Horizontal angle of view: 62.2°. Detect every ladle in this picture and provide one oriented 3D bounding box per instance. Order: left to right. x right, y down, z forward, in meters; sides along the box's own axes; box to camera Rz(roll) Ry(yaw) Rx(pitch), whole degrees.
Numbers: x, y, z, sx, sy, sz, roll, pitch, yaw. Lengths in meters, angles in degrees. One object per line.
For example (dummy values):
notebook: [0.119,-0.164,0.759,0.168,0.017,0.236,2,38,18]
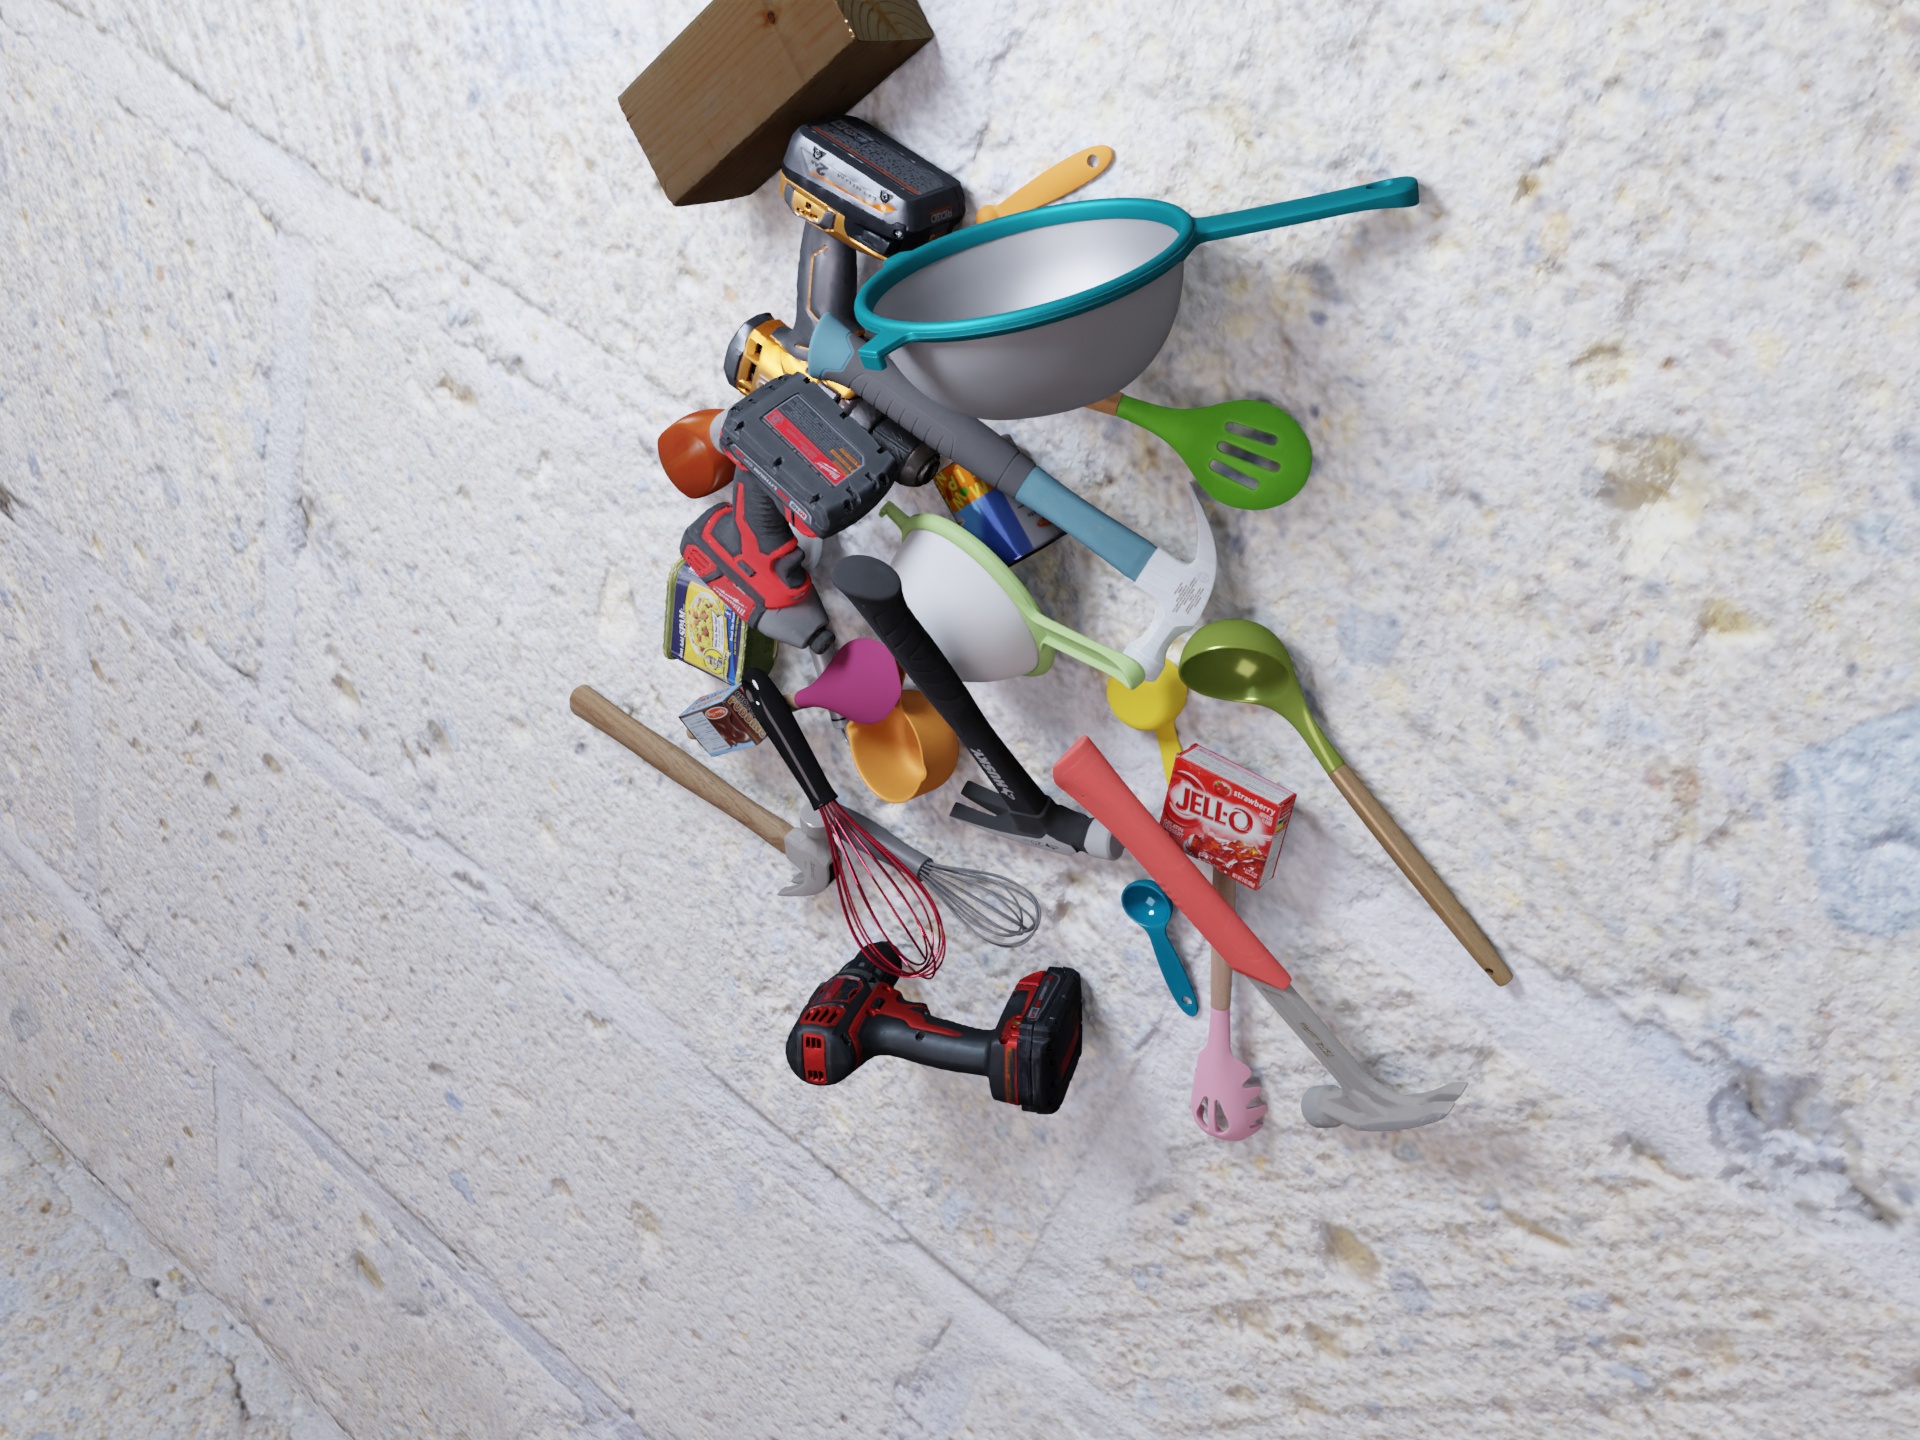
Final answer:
ladle: [0.266,0.060,1.084,0.320,0.062,0.078,52,147,1]

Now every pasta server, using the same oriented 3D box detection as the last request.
pasta server: [0.202,0.191,1.214,0.060,0.040,0.316,11,113,32]

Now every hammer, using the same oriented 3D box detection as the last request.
hammer: [-0.237,0.056,1.454,0.331,0.031,0.130,30,141,26]
hammer: [-0.002,-0.004,1.148,0.146,0.035,0.334,10,151,37]
hammer: [0.032,-0.170,1.092,0.331,0.033,0.128,35,102,3]
hammer: [0.198,0.153,1.133,0.359,0.037,0.149,49,148,-5]

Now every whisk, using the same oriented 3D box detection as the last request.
whisk: [-0.101,0.085,1.306,0.073,0.073,0.296,-34,85,41]
whisk: [-0.031,0.122,1.339,0.239,0.055,0.055,27,125,29]

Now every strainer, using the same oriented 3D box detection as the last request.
strainer: [-0.127,-0.095,1.309,0.087,0.050,0.258,8,120,51]
strainer: [0.024,-0.055,1.116,0.257,0.069,0.151,30,157,48]
strainer: [0.109,-0.253,0.973,0.340,0.211,0.095,-10,121,9]

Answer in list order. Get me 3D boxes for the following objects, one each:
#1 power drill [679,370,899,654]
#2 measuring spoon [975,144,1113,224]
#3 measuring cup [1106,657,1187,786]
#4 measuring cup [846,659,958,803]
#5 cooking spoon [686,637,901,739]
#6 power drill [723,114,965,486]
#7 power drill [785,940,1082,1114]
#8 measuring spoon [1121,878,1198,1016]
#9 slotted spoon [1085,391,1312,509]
power drill: [-0.130,-0.141,1.179,0.143,0.078,0.219,44,148,5]
measuring spoon: [0.054,-0.356,1.066,0.117,0.011,0.021,-16,101,40]
measuring cup: [0.148,0.026,1.169,0.062,0.029,0.156,-8,106,38]
measuring cup: [-0.037,-0.019,1.267,0.095,0.052,0.173,29,121,37]
cooking spoon: [-0.148,-0.013,1.341,0.319,0.017,0.069,-14,89,50]
power drill: [-0.070,-0.291,1.148,0.185,0.084,0.226,36,132,14]
power drill: [-0.015,0.244,1.324,0.227,0.188,0.080,3,109,15]
measuring spoon: [0.163,0.175,1.244,0.042,0.021,0.128,-7,116,38]
slotted spoon: [0.081,-0.216,1.055,0.314,0.031,0.070,22,106,12]
